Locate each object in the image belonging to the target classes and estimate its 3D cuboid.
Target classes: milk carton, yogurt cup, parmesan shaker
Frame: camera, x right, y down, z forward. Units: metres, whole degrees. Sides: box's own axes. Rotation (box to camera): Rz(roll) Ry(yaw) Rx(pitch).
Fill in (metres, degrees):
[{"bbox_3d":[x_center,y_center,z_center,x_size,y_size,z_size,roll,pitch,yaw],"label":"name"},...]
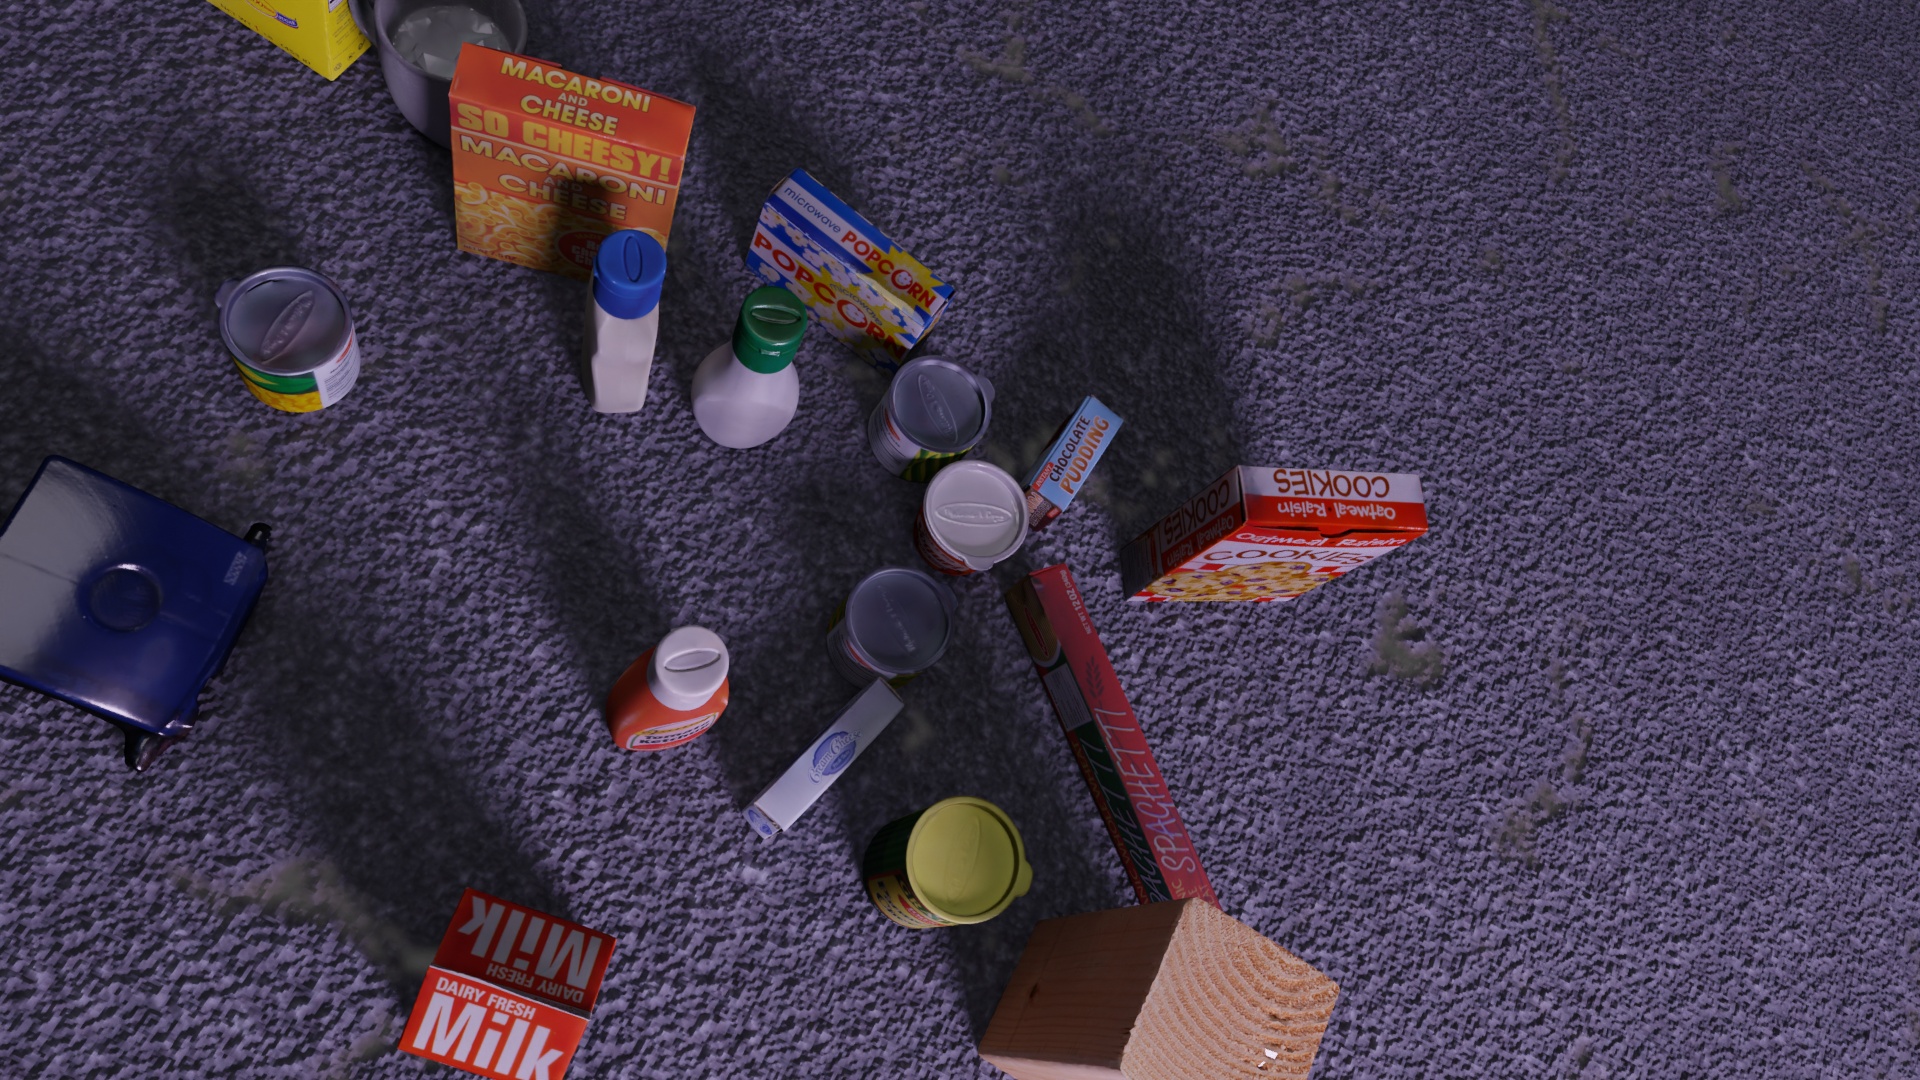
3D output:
[{"bbox_3d":[-0.212,0.212,0.654,0.072,0.190,0.074,22,67,-10],"label":"milk carton"},{"bbox_3d":[0.003,-0.011,0.874,0.072,0.053,0.072,6,71,-16],"label":"yogurt cup"},{"bbox_3d":[-0.010,0.184,0.778,0.071,0.102,0.071,6,71,-16],"label":"parmesan shaker"}]

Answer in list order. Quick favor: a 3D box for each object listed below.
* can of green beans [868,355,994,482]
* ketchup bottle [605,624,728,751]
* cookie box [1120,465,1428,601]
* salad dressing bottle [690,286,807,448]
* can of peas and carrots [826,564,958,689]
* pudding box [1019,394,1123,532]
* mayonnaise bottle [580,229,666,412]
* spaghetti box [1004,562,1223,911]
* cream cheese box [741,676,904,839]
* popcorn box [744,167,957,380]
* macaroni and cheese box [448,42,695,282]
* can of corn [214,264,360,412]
[{"bbox_3d":[-0.021,-0.076,0.886,0.071,0.057,0.071,6,71,-16],"label":"can of green beans"},{"bbox_3d":[-0.153,0.079,0.741,0.065,0.148,0.043,-12,77,-21],"label":"ketchup bottle"},{"bbox_3d":[0.190,0.001,0.869,0.123,0.167,0.040,1,73,-18],"label":"cookie box"},{"bbox_3d":[-0.120,-0.099,0.811,0.064,0.147,0.044,7,71,-16],"label":"salad dressing bottle"},{"bbox_3d":[-0.041,0.053,0.835,0.071,0.058,0.071,6,71,-16],"label":"can of peas and carrots"},{"bbox_3d":[0.068,-0.051,0.911,0.030,0.049,0.084,36,65,-4],"label":"pudding box"},{"bbox_3d":[-0.194,-0.126,0.796,0.041,0.147,0.065,-2,74,-19],"label":"mayonnaise bottle"},{"bbox_3d":[0.095,0.135,0.857,0.029,0.050,0.250,-20,79,-23],"label":"spaghetti box"},{"bbox_3d":[-0.080,0.126,0.801,0.024,0.053,0.104,45,65,0],"label":"cream cheese box"},{"bbox_3d":[-0.073,-0.168,0.884,0.126,0.085,0.038,38,65,-3],"label":"popcorn box"},{"bbox_3d":[-0.227,-0.208,0.803,0.124,0.166,0.040,12,70,-14],"label":"macaroni and cheese box"},{"bbox_3d":[-0.377,-0.113,0.781,0.071,0.058,0.071,6,71,-16],"label":"can of corn"}]
